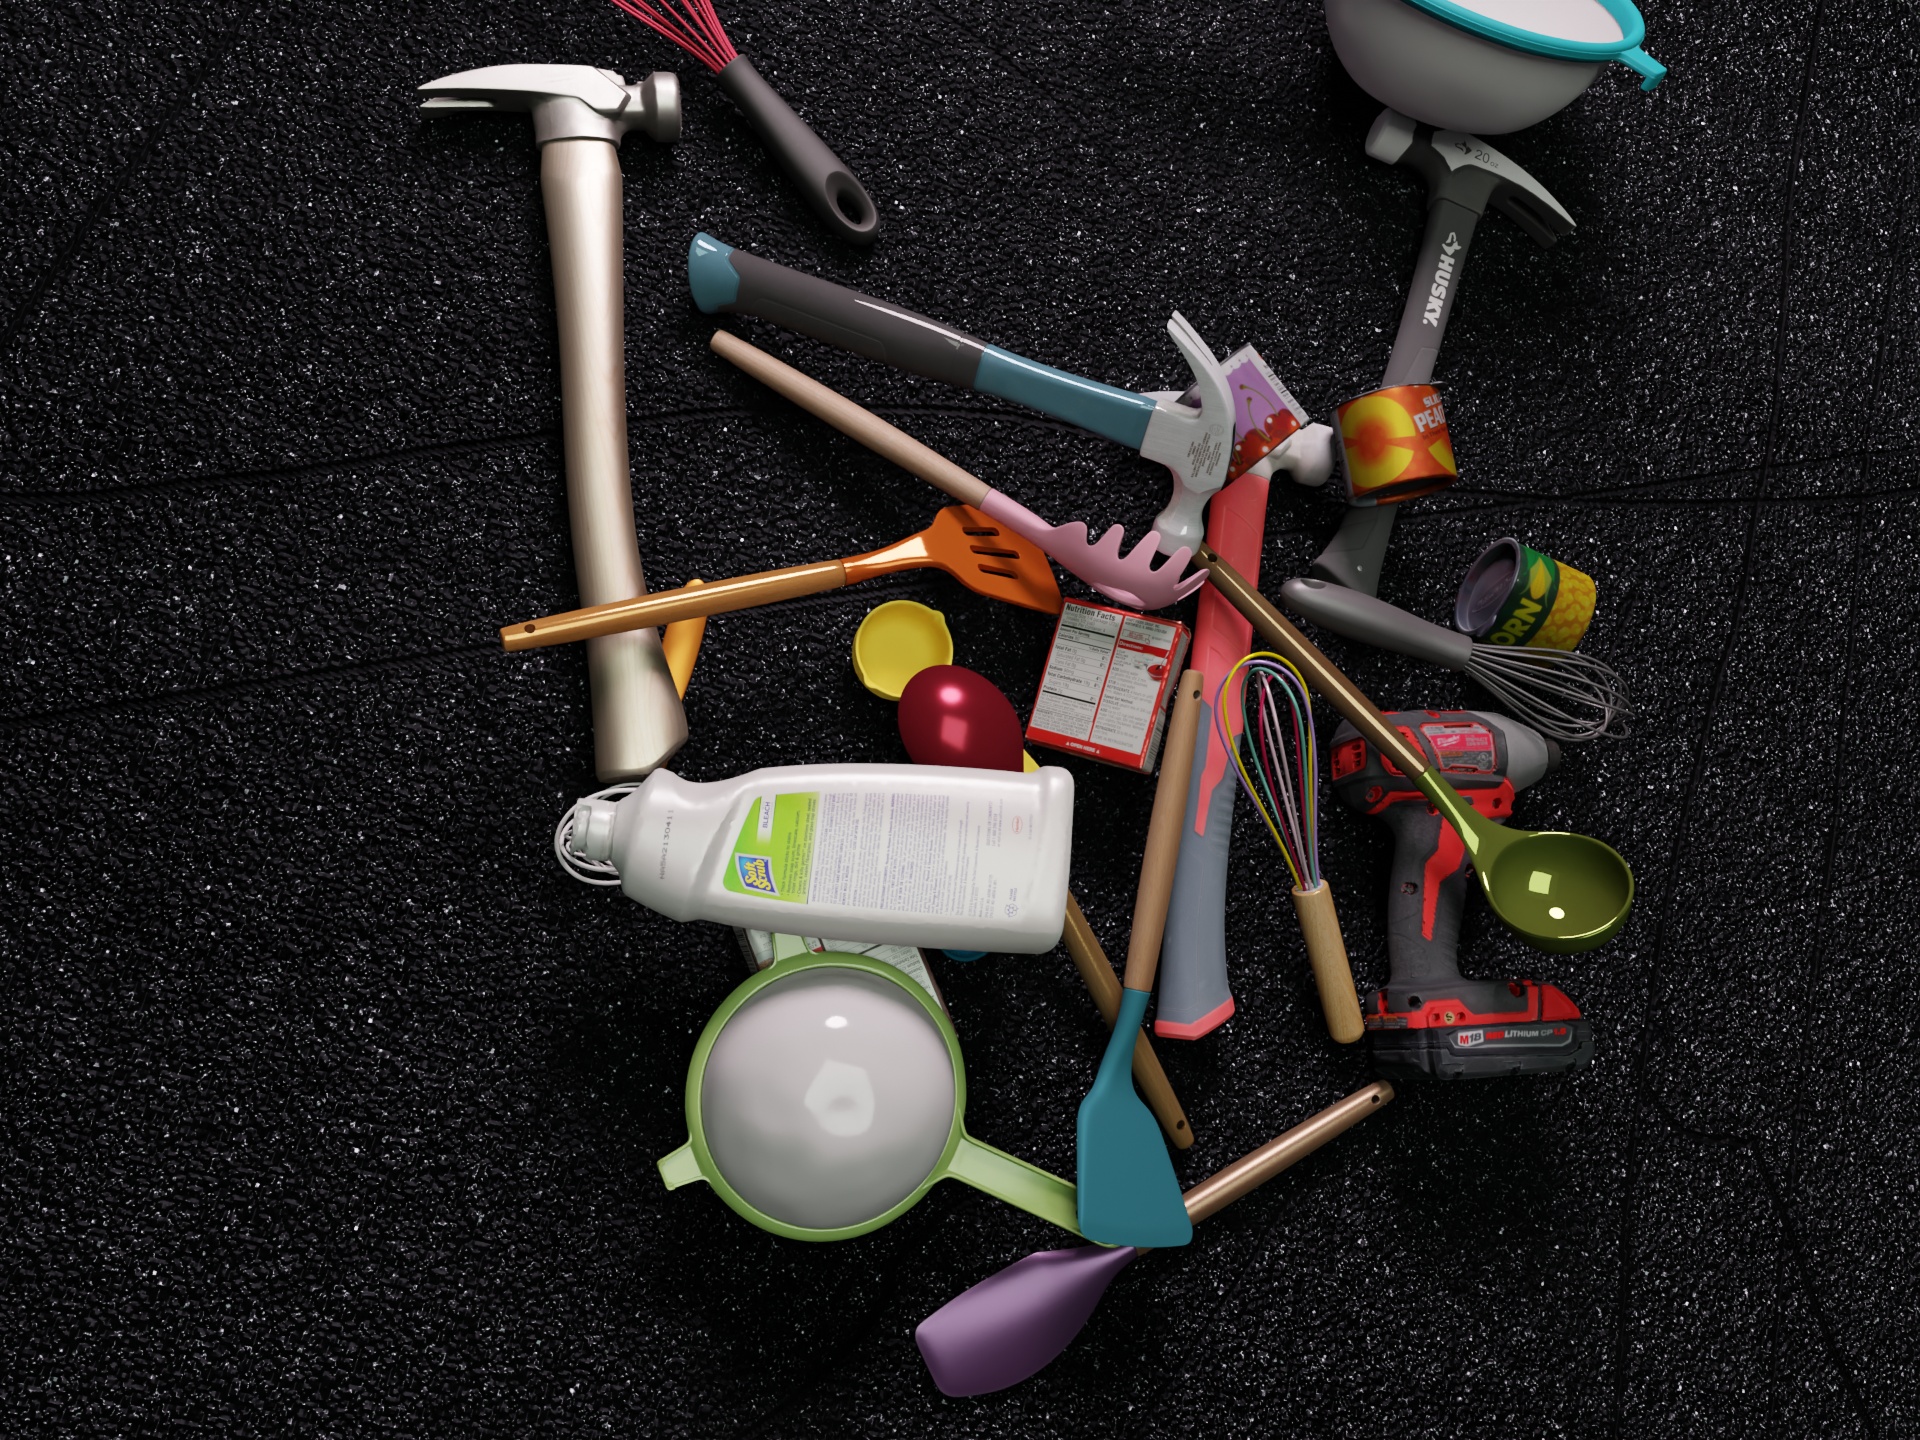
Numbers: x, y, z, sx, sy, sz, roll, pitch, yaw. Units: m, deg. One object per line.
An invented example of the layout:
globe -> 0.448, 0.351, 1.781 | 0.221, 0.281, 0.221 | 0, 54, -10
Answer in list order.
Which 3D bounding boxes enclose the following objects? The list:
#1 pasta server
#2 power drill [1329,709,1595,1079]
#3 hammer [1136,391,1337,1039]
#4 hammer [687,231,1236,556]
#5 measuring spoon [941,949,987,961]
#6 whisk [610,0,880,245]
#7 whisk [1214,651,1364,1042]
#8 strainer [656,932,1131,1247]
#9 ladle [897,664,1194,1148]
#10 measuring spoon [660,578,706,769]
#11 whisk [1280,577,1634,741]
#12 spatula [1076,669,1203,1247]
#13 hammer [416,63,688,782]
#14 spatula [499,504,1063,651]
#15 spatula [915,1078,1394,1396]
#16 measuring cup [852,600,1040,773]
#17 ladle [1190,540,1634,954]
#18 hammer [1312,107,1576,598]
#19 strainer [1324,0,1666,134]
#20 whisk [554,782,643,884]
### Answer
pasta server -> -0.005, -0.147, 0.913 | 0.316, 0.060, 0.040 | 31, 82, 5
power drill -> 0.305, 0.101, 0.958 | 0.143, 0.078, 0.220 | -1, 79, -14
hammer -> 0.138, -0.007, 0.950 | 0.143, 0.038, 0.386 | 10, 79, -11
hammer -> -0.001, -0.204, 0.905 | 0.331, 0.033, 0.128 | 20, 122, 5
measuring spoon -> -0.023, 0.081, 0.892 | 0.042, 0.021, 0.128 | -40, 107, -14
whisk -> -0.149, -0.398, 0.933 | 0.073, 0.073, 0.295 | -44, 100, -16
whisk -> 0.202, 0.076, 0.923 | 0.047, 0.051, 0.245 | -29, 108, -39
strainer -> -0.017, 0.220, 0.823 | 0.256, 0.069, 0.151 | 27, 79, -9
ladle -> 0.057, 0.109, 0.902 | 0.069, 0.031, 0.315 | -31, 98, -23
measuring spoon -> -0.161, -0.025, 0.891 | 0.021, 0.011, 0.117 | 16, 78, -11
whisk -> 0.301, -0.038, 0.958 | 0.239, 0.055, 0.055 | 19, 77, -9
spatula -> 0.112, 0.126, 0.886 | 0.082, 0.044, 0.317 | 16, 81, -33
hammer -> -0.212, -0.169, 0.883 | 0.146, 0.038, 0.411 | -5, 81, -13
spatula -> -0.090, -0.071, 0.876 | 0.322, 0.041, 0.081 | -13, 67, -21
spatula -> 0.120, 0.289, 0.910 | 0.316, 0.018, 0.060 | -27, 91, -15
measuring cup -> -0.001, -0.003, 0.922 | 0.062, 0.029, 0.156 | -45, 96, -16
ladle -> 0.249, 0.007, 0.907 | 0.078, 0.062, 0.320 | -41, 82, -22
hammer -> 0.295, -0.225, 1.026 | 0.146, 0.035, 0.335 | 20, 77, -10
strainer -> 0.255, -0.446, 1.005 | 0.340, 0.095, 0.211 | 7, 46, -12
whisk -> -0.099, 0.054, 0.882 | 0.246, 0.058, 0.059 | -6, 117, -18
